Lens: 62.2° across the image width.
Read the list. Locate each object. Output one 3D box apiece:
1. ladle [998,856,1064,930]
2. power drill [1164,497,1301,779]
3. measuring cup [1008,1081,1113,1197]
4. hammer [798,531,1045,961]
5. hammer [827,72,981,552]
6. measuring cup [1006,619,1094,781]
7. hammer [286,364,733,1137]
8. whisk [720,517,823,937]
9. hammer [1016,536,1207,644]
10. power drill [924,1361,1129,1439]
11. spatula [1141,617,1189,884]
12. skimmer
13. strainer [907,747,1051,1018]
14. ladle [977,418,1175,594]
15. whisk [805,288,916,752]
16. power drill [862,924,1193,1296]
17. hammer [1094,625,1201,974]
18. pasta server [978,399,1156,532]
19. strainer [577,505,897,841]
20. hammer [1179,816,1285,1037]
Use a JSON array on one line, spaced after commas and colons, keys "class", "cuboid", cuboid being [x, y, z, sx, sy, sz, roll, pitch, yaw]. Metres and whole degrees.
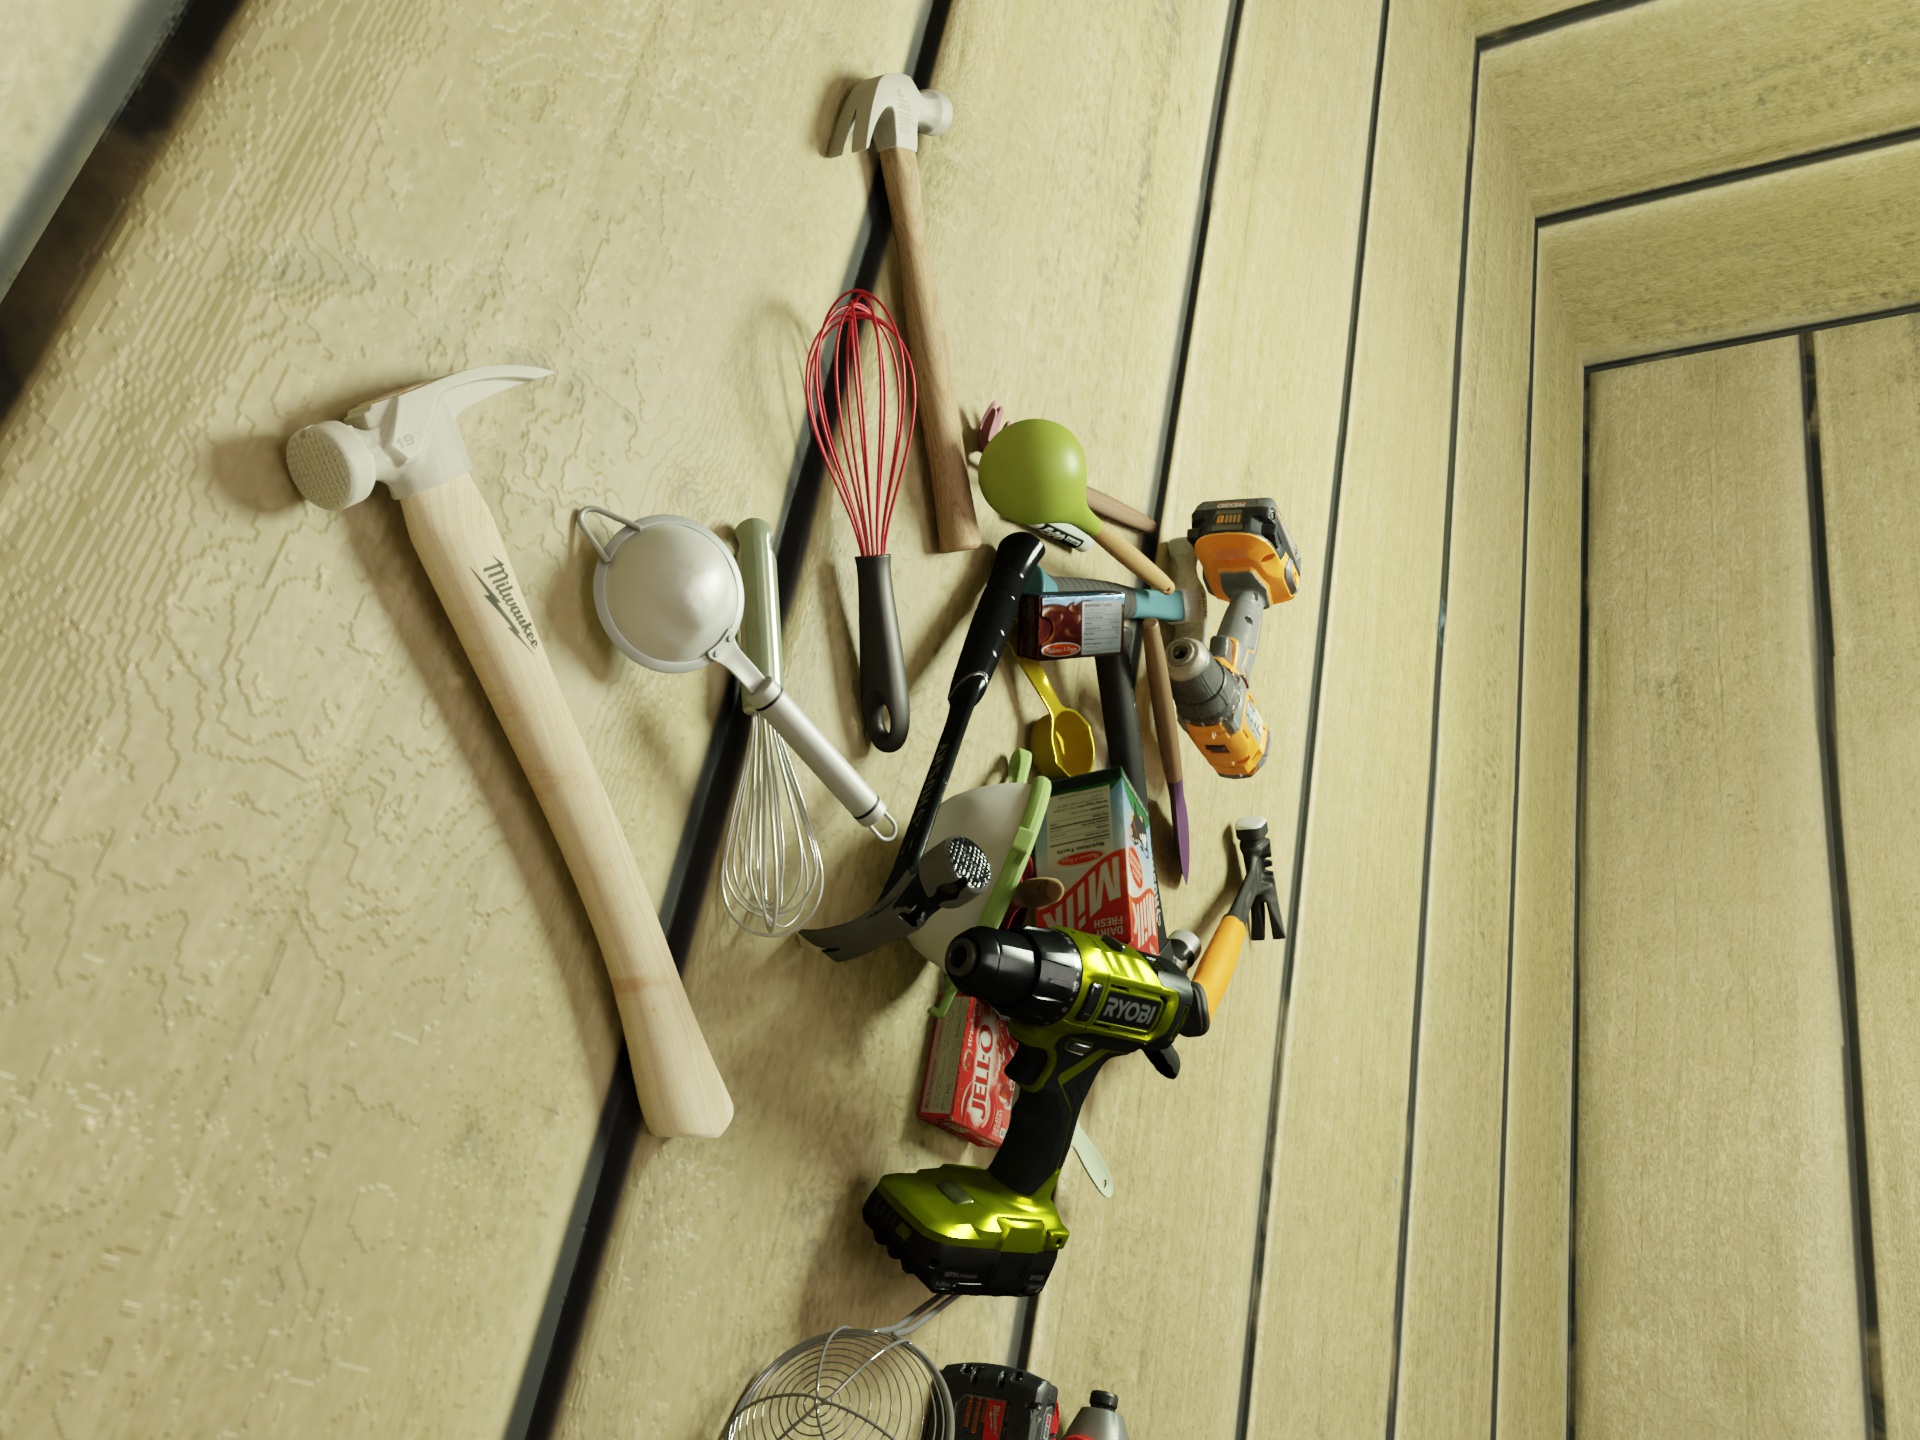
[{"class": "ladle", "cuboid": [0.043, 0.113, 1.019, 0.315, 0.031, 0.069, 111, -8, -82]}, {"class": "power drill", "cuboid": [0.231, -0.085, 1.388, 0.185, 0.084, 0.226, 47, 50, -52]}, {"class": "measuring cup", "cuboid": [0.069, 0.306, 1.175, 0.167, 0.038, 0.083, 60, 39, -37]}, {"class": "hammer", "cuboid": [-0.002, -0.003, 1.052, 0.036, 0.149, 0.409, 41, 38, -18]}, {"class": "hammer", "cuboid": [-0.027, -0.283, 1.116, 0.130, 0.031, 0.331, -19, 101, -58]}, {"class": "measuring cup", "cuboid": [0.054, -0.021, 1.222, 0.156, 0.029, 0.062, 61, 39, -14]}, {"class": "hammer", "cuboid": [-0.191, 0.030, 0.797, 0.146, 0.038, 0.410, -46, 124, -53]}, {"class": "whisk", "cuboid": [-0.114, 0.002, 0.921, 0.058, 0.059, 0.246, 116, -30, -79]}, {"class": "hammer", "cuboid": [0.135, -0.102, 1.349, 0.331, 0.033, 0.128, -3, 87, -58]}, {"class": "power drill", "cuboid": [0.058, 0.517, 1.088, 0.219, 0.078, 0.143, 50, 45, -47]}, {"class": "spatula", "cuboid": [0.177, 0.032, 1.338, 0.315, 0.018, 0.060, 74, 18, -45]}, {"class": "skimmer", "cuboid": [-0.019, 0.389, 0.975, 0.363, 0.127, 0.090, 7, 86, -69]}, {"class": "strainer", "cuboid": [0.007, 0.072, 1.081, 0.256, 0.069, 0.151, -72, -174, -64]}, {"class": "ladle", "cuboid": [0.106, -0.152, 1.242, 0.062, 0.078, 0.320, 54, 14, 24]}, {"class": "whisk", "cuboid": [-0.057, -0.125, 1.018, 0.073, 0.073, 0.296, -17, 105, -58]}, {"class": "power drill", "cuboid": [0.031, 0.233, 0.984, 0.190, 0.080, 0.228, 20, 96, -42]}, {"class": "hammer", "cuboid": [0.140, 0.082, 1.299, 0.146, 0.035, 0.334, -36, 121, -55]}, {"class": "pasta server", "cuboid": [0.097, -0.193, 1.298, 0.060, 0.040, 0.316, 52, 20, 23]}, {"class": "strainer", "cuboid": [-0.111, -0.022, 0.873, 0.258, 0.050, 0.087, 50, 62, -26]}, {"class": "hammer", "cuboid": [0.240, 0.199, 1.417, 0.337, 0.034, 0.127, -39, 121, -64]}]
